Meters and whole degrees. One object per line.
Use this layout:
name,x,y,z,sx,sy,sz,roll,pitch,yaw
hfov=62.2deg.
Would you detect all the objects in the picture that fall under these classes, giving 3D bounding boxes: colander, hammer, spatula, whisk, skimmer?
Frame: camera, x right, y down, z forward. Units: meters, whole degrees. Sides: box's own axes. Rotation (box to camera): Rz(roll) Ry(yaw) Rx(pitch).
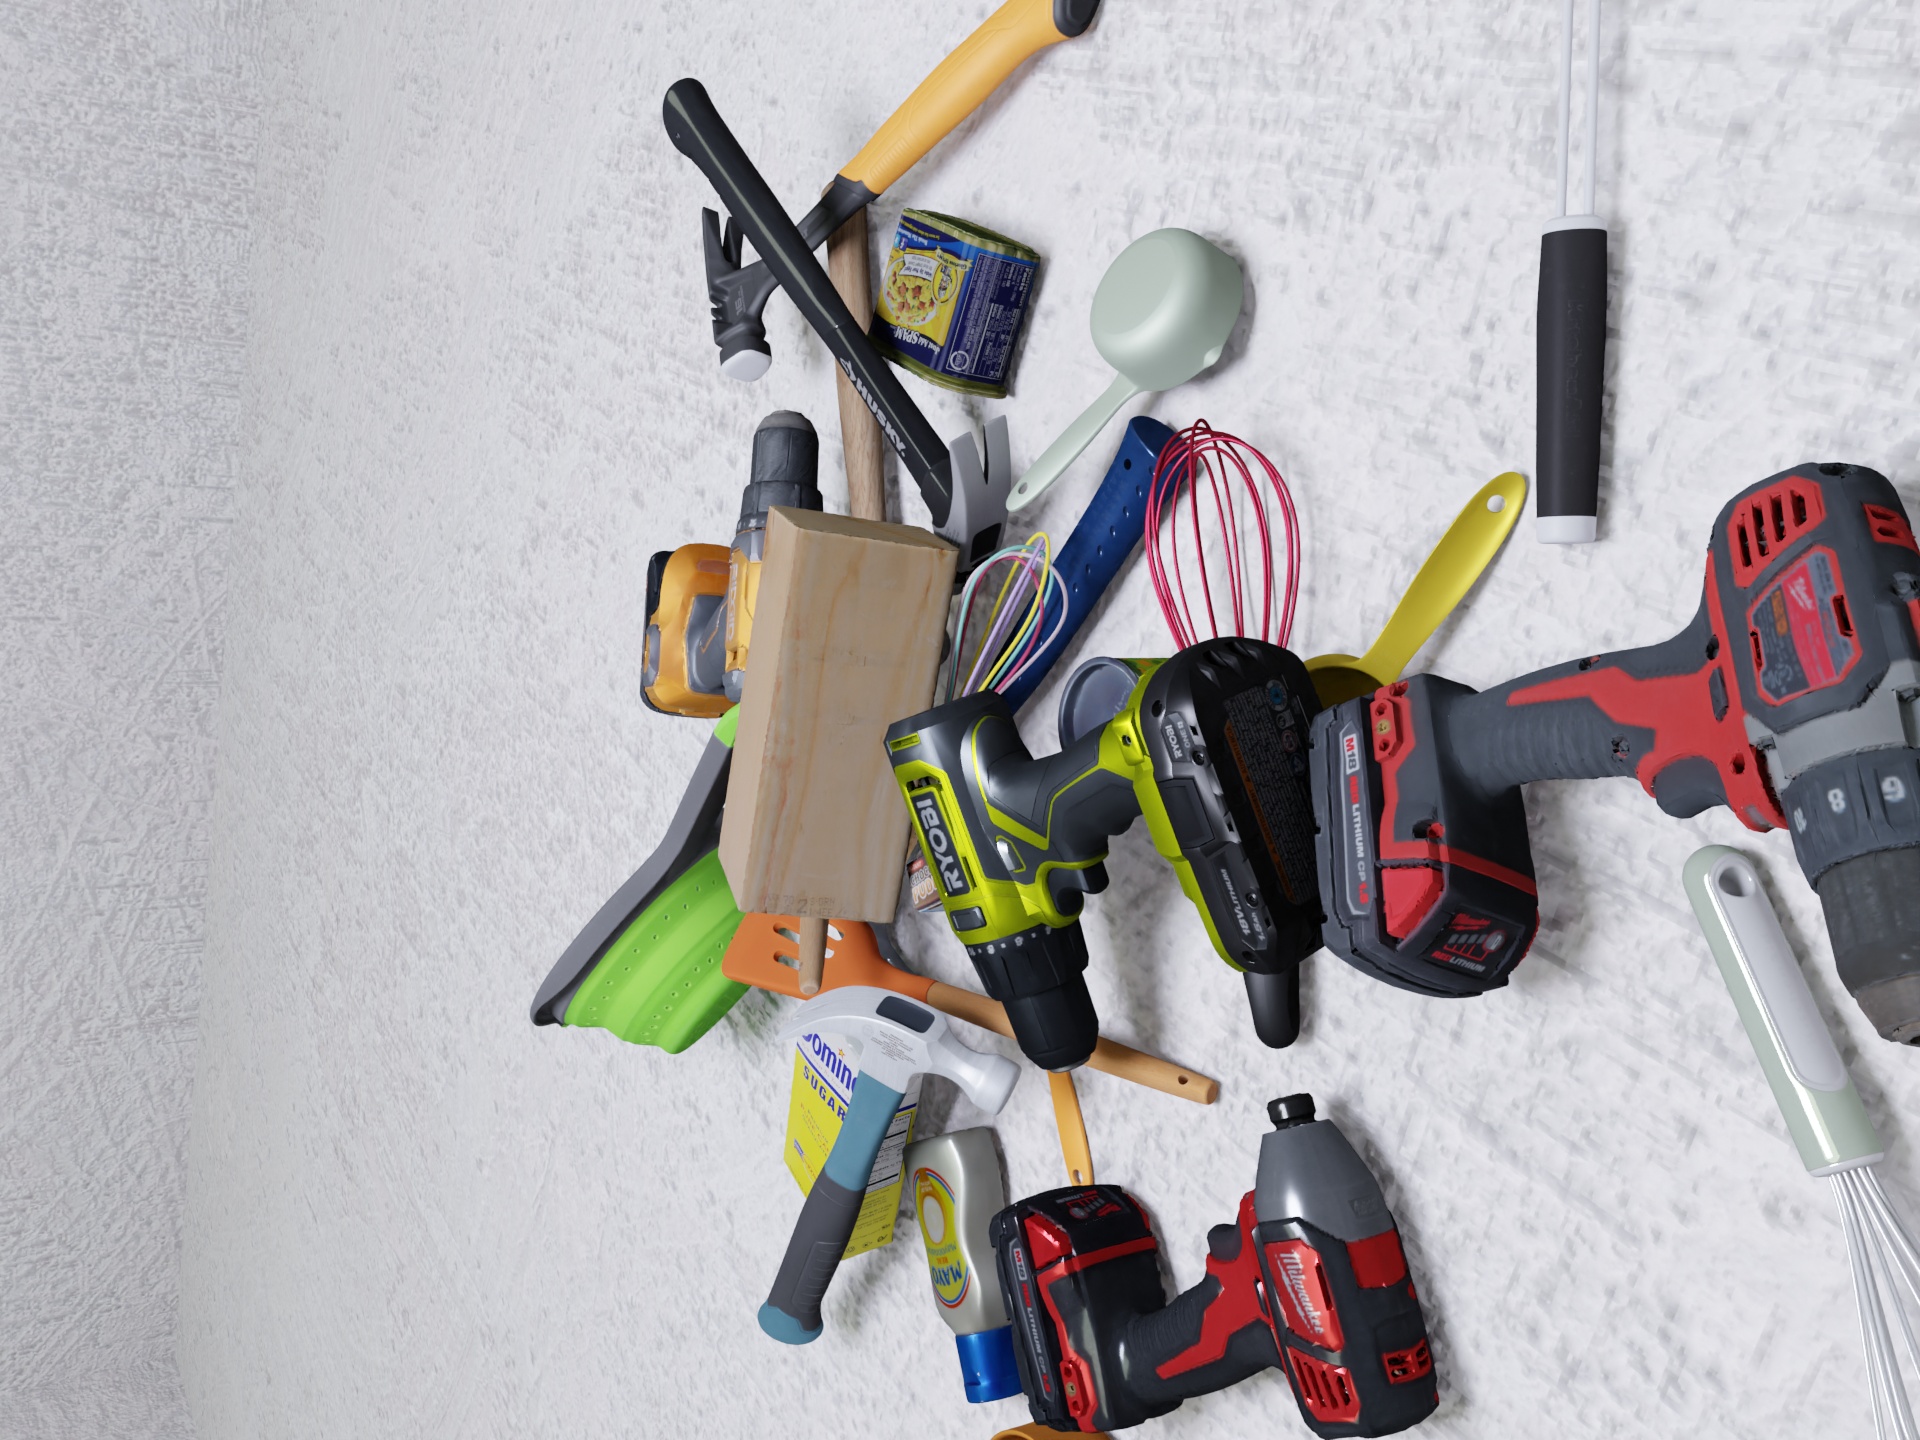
colander,-0.164,0.119,1.053,0.094,0.204,0.397,42,138,7
hammer,-0.063,-0.182,1.010,0.130,0.031,0.331,-19,73,58
spatula,-0.001,0.155,0.885,0.323,0.041,0.081,12,61,40
whisk,0.298,0.155,0.529,0.059,0.058,0.247,95,162,-65
skimmer,0.224,-0.248,0.579,0.127,0.090,0.363,2,95,22
whisk,0.132,0.006,0.740,0.073,0.073,0.296,-6,91,53
spatula,-0.097,0.043,1.003,0.318,0.044,0.082,-92,27,-49
hammer,0.018,0.004,0.909,0.405,0.035,0.144,-58,47,36
whisk,-0.002,-0.002,0.871,0.047,0.051,0.244,52,133,32
hammer,-0.047,-0.340,0.951,0.337,0.034,0.127,-29,63,41
hammer,-0.075,-0.235,0.907,0.335,0.035,0.146,57,161,12
hammer,-0.069,0.275,0.936,0.128,0.033,0.330,29,129,11

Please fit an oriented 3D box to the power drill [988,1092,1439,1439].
power drill,0.115,0.263,0.755,0.219,0.078,0.143,-30,67,47

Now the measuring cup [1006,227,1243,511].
measuring cup,0.068,-0.172,0.791,0.167,0.038,0.083,-47,41,20

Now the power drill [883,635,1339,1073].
power drill,0.070,0.066,0.727,0.228,0.080,0.190,-19,92,51

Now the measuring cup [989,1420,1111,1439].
measuring cup,0.077,0.444,0.828,0.174,0.052,0.095,47,127,40

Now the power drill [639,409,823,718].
power drill,-0.147,-0.093,1.058,0.226,0.084,0.185,168,106,-64

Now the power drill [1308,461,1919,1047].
power drill,0.234,0.036,0.553,0.226,0.080,0.188,-31,48,47

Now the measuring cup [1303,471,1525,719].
measuring cup,0.189,-0.041,0.682,0.156,0.062,0.029,-58,2,19

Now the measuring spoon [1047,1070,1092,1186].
measuring spoon,0.054,0.210,0.885,0.021,0.011,0.117,-31,66,49
